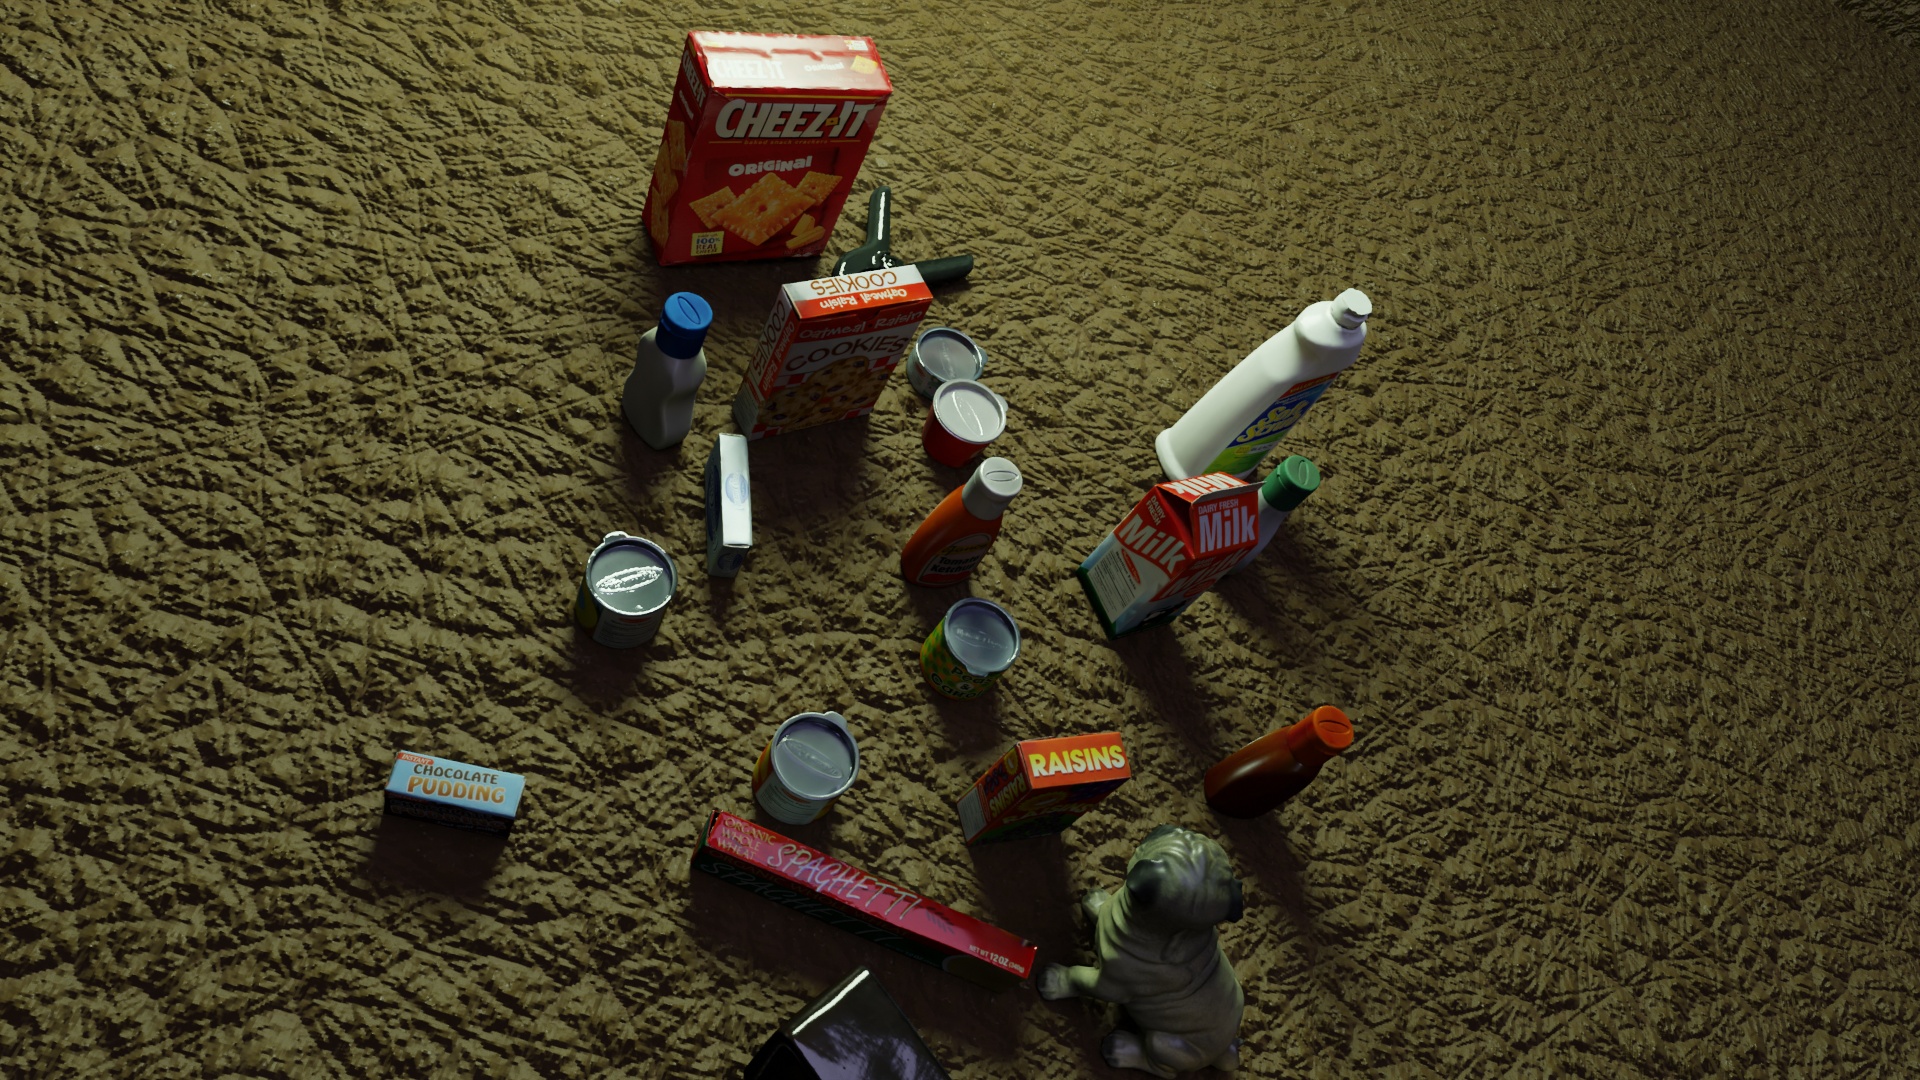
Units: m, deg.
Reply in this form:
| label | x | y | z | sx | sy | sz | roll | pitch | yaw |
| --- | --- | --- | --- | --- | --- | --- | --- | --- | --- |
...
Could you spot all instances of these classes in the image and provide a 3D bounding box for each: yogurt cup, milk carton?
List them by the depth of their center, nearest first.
| label | x | y | z | sx | sy | sz | roll | pitch | yaw |
| --- | --- | --- | --- | --- | --- | --- | --- | --- | --- |
| milk carton | 0.180 | 0.005 | 1.162 | 0.072 | 0.189 | 0.073 | -13 | 66 | -30 |
| yogurt cup | 0.000 | -0.101 | 1.232 | 0.072 | 0.053 | 0.073 | 12 | 56 | -18 |

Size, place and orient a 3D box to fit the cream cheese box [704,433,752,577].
| label | x | y | z | sx | sy | sz | roll | pitch | yaw |
| --- | --- | --- | --- | --- | --- | --- | --- | --- | --- |
| cream cheese box | -0.185 | -0.027 | 1.101 | 0.024 | 0.053 | 0.104 | 5 | 58 | -22 |

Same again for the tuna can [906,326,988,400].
| label | x | y | z | sx | sy | sz | roll | pitch | yaw |
| --- | --- | --- | --- | --- | --- | --- | --- | --- | --- |
| tuna can | -0.013 | -0.161 | 1.277 | 0.071 | 0.032 | 0.071 | 12 | 56 | -18 |

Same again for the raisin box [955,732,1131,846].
| label | x | y | z | sx | sy | sz | roll | pitch | yaw |
| --- | --- | --- | --- | --- | --- | --- | --- | --- | --- |
| raisin box | 0.060 | 0.185 | 1.035 | 0.086 | 0.122 | 0.040 | -1 | 61 | -25 |

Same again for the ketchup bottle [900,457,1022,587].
| label | x | y | z | sx | sy | sz | roll | pitch | yaw |
| --- | --- | --- | --- | --- | --- | --- | --- | --- | --- |
| ketchup bottle | 0.004 | -0.014 | 1.119 | 0.065 | 0.148 | 0.044 | -3 | 62 | -26 |

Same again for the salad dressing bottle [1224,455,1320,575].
| label | x | y | z | sx | sy | sz | roll | pitch | yaw |
| --- | --- | --- | --- | --- | --- | --- | --- | --- | --- |
| salad dressing bottle | 0.266 | -0.022 | 1.246 | 0.044 | 0.147 | 0.064 | 22 | 54 | -11 |

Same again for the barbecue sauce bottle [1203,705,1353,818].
| label | x | y | z | sx | sy | sz | roll | pitch | yaw |
| --- | --- | --- | --- | --- | --- | --- | --- | --- | --- |
| barbecue sauce bottle | 0.258 | 0.179 | 1.115 | 0.065 | 0.147 | 0.044 | 13 | 56 | -17 |

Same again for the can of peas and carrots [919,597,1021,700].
| label | x | y | z | sx | sy | sz | roll | pitch | yaw |
| --- | --- | --- | --- | --- | --- | --- | --- | --- | --- |
| can of peas and carrots | 0.007 | 0.090 | 1.112 | 0.071 | 0.058 | 0.071 | 12 | 56 | -18 |

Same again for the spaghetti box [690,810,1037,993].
| label | x | y | z | sx | sy | sz | roll | pitch | yaw |
| --- | --- | --- | --- | --- | --- | --- | --- | --- | --- |
| spaghetti box | -0.069 | 0.256 | 0.978 | 0.250 | 0.050 | 0.029 | 25 | 53 | -9 |

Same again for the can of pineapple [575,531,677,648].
| label | x | y | z | sx | sy | sz | roll | pitch | yaw |
| --- | --- | --- | --- | --- | --- | --- | --- | --- | --- |
| can of pineapple | -0.248 | 0.037 | 1.028 | 0.071 | 0.057 | 0.071 | 12 | 56 | -18 |

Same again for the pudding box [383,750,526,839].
| label | x | y | z | sx | sy | sz | roll | pitch | yaw |
| --- | --- | --- | --- | --- | --- | --- | --- | --- | --- |
| pudding box | -0.332 | 0.167 | 0.912 | 0.084 | 0.049 | 0.030 | 16 | 55 | -15 |

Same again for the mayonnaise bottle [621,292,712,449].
| label | x | y | z | sx | sy | sz | roll | pitch | yaw |
| --- | --- | --- | --- | --- | --- | --- | --- | --- | --- |
| mayonnaise bottle | -0.228 | -0.135 | 1.089 | 0.041 | 0.147 | 0.065 | -27 | 74 | -35 |

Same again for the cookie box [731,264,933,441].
| label | x | y | z | sx | sy | sz | roll | pitch | yaw |
| --- | --- | --- | --- | --- | --- | --- | --- | --- | --- |
| cookie box | -0.107 | -0.153 | 1.143 | 0.123 | 0.166 | 0.040 | -16 | 68 | -32 |

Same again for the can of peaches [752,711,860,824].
| label | x | y | z | sx | sy | sz | roll | pitch | yaw |
| --- | --- | --- | --- | --- | --- | --- | --- | --- | --- |
| can of peaches | -0.112 | 0.165 | 1.010 | 0.071 | 0.057 | 0.071 | 12 | 56 | -18 |
